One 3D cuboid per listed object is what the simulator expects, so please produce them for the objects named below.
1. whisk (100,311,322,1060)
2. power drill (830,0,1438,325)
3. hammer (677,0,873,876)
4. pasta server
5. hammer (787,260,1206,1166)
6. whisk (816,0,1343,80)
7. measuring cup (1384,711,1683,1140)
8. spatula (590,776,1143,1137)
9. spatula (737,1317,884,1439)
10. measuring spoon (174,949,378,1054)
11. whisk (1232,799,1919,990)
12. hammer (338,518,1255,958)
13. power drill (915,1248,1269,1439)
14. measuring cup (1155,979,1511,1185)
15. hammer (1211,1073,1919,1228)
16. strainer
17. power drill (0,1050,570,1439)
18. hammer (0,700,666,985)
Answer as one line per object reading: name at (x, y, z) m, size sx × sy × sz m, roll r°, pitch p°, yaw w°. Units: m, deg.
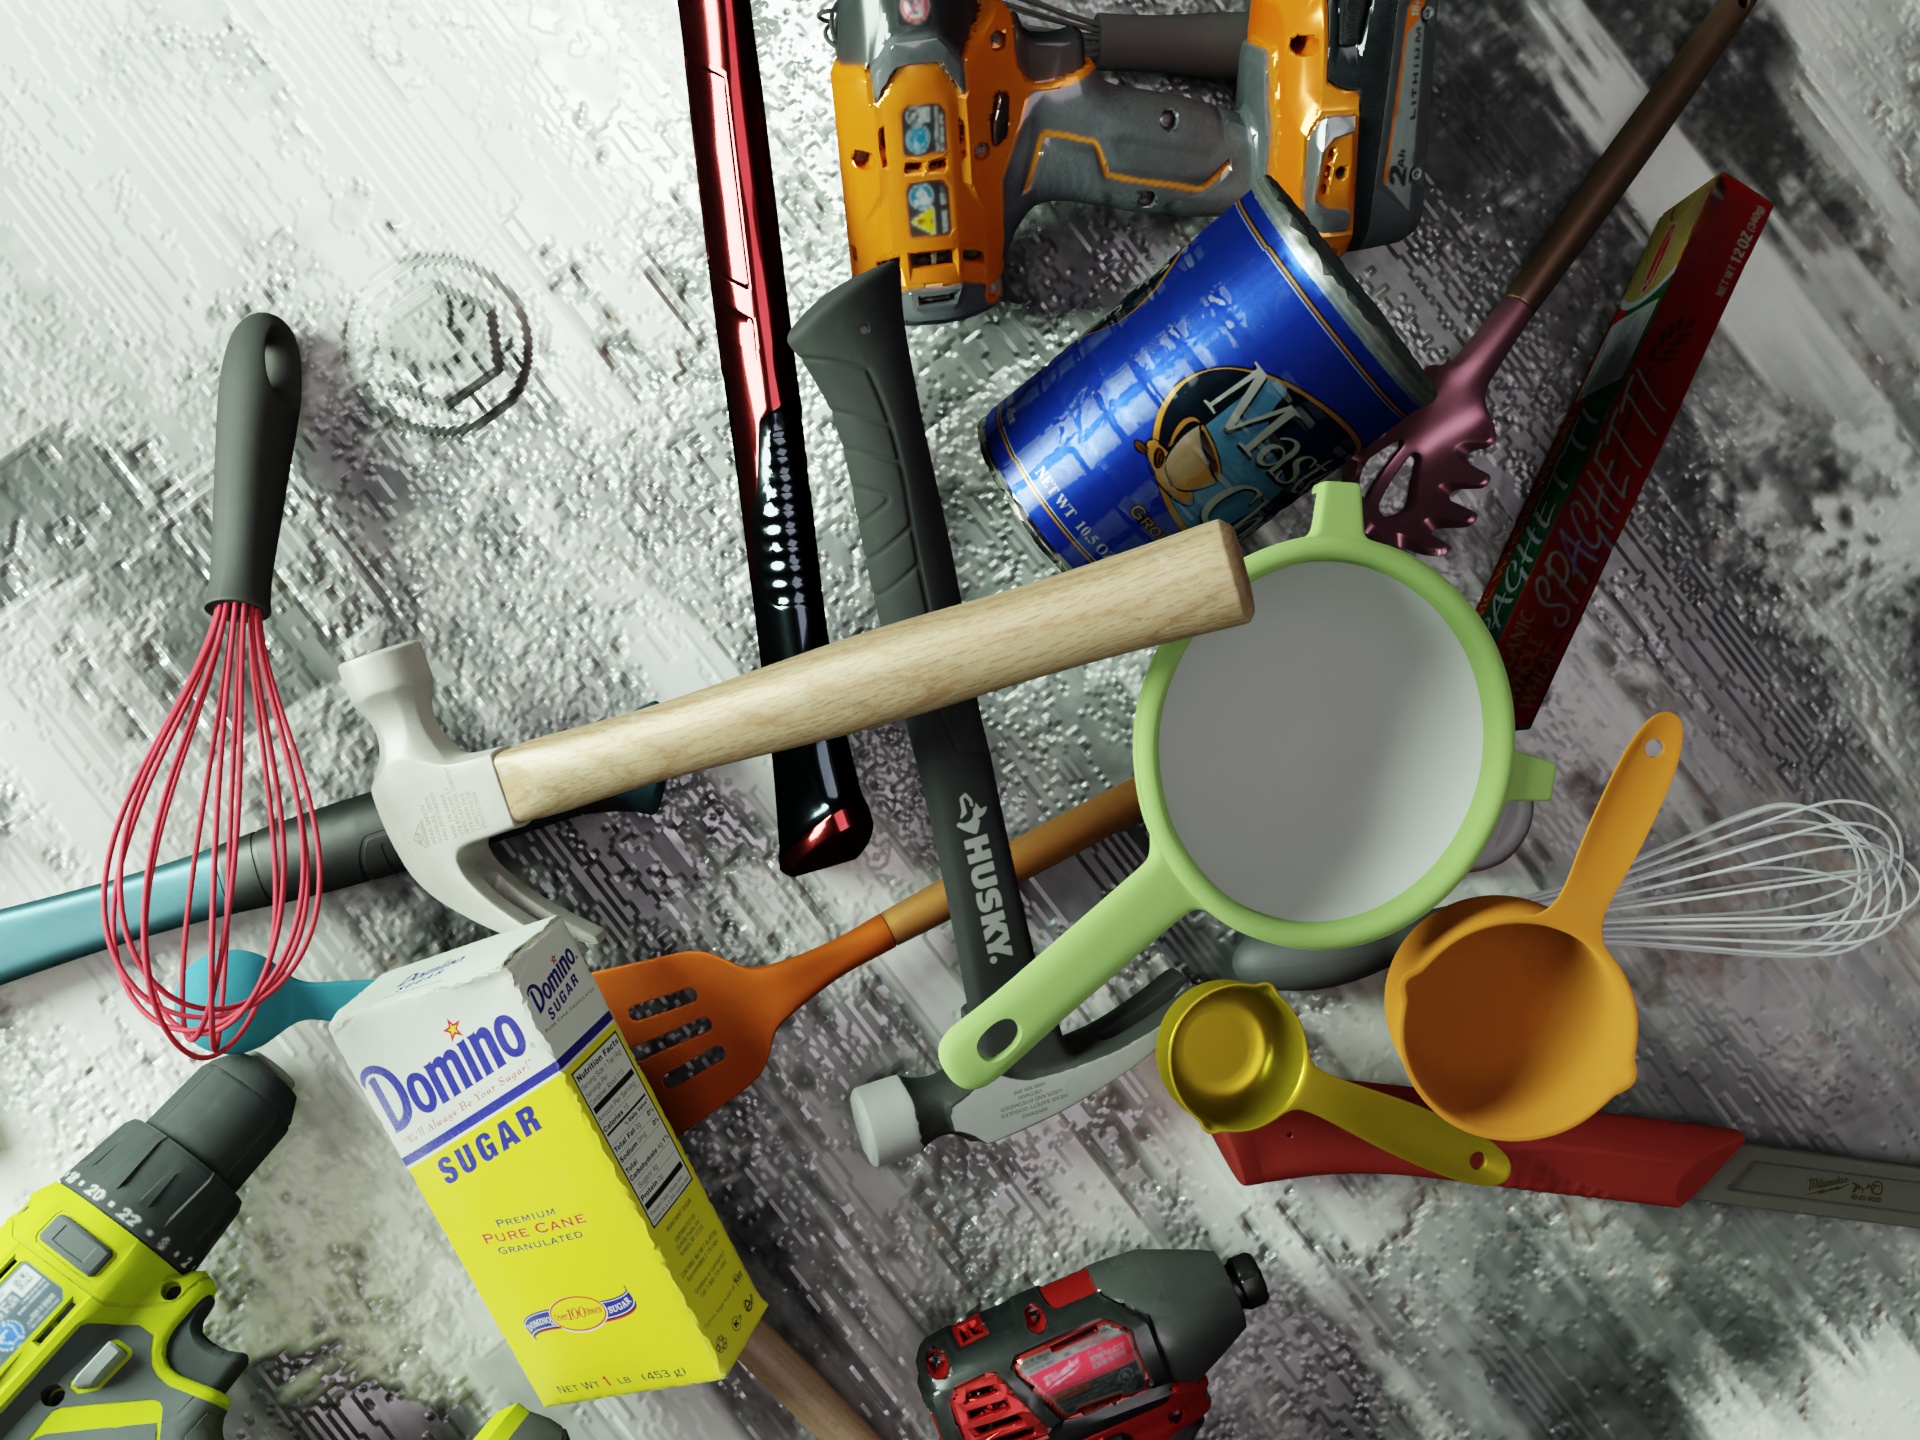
whisk at (-0.272, -0.023, 0.594) m, size 0.073 × 0.073 × 0.296 m, roll -2°, pitch 71°, yaw -5°
power drill at (0.062, -0.250, 0.617) m, size 0.226 × 0.084 × 0.164 m, roll -9°, pitch 122°, yaw -6°
hammer at (-0.088, -0.130, 0.631) m, size 0.038 × 0.143 × 0.386 m, roll -13°, pitch 100°, yaw -43°
pasta server at (0.258, -0.199, 0.682) m, size 0.060 × 0.040 × 0.316 m, roll 38°, pitch 84°, yaw -15°
hammer at (-0.001, -0.002, 0.604) m, size 0.146 × 0.035 × 0.334 m, roll -15°, pitch 104°, yaw -14°
whisk at (0.059, -0.285, 0.665) m, size 0.239 × 0.055 × 0.055 m, roll -2°, pitch 88°, yaw -9°
measuring cup at (0.226, 0.073, 0.610) m, size 0.095 × 0.052 × 0.173 m, roll 23°, pitch 98°, yaw 0°
spatula at (-0.009, 0.073, 0.655) m, size 0.322 × 0.041 × 0.081 m, roll -27°, pitch 91°, yaw -10°
spatula at (-0.105, 0.231, 0.640) m, size 0.316 × 0.018 × 0.060 m, roll 44°, pitch 88°, yaw -1°
measuring spoon at (-0.234, 0.112, 0.611) m, size 0.128 × 0.021 × 0.042 m, roll 4°, pitch 106°, yaw -14°
whisk at (0.254, 0.080, 0.663) m, size 0.284 × 0.070 × 0.070 m, roll -8°, pitch 88°, yaw 0°
hammer at (-0.060, -0.003, 0.563) m, size 0.331 × 0.031 × 0.130 m, roll -16°, pitch 97°, yaw 15°
power drill at (0.084, 0.322, 0.626) m, size 0.143 × 0.078 × 0.220 m, roll -22°, pitch 87°, yaw -6°
measuring cup at (0.147, 0.149, 0.630) m, size 0.156 × 0.029 × 0.062 m, roll 25°, pitch 84°, yaw -12°
hammer at (0.279, 0.174, 0.667) m, size 0.359 × 0.037 × 0.149 m, roll 9°, pitch 87°, yaw -5°
strainer at (0.088, 0.041, 0.598) m, size 0.256 × 0.069 × 0.151 m, roll -40°, pitch 102°, yaw -6°
power drill at (-0.253, 0.246, 0.568) m, size 0.228 × 0.080 × 0.191 m, roll 34°, pitch 58°, yaw 6°
hammer at (-0.273, 0.059, 0.626) m, size 0.331 × 0.033 × 0.128 m, roll -17°, pitch 90°, yaw -6°
